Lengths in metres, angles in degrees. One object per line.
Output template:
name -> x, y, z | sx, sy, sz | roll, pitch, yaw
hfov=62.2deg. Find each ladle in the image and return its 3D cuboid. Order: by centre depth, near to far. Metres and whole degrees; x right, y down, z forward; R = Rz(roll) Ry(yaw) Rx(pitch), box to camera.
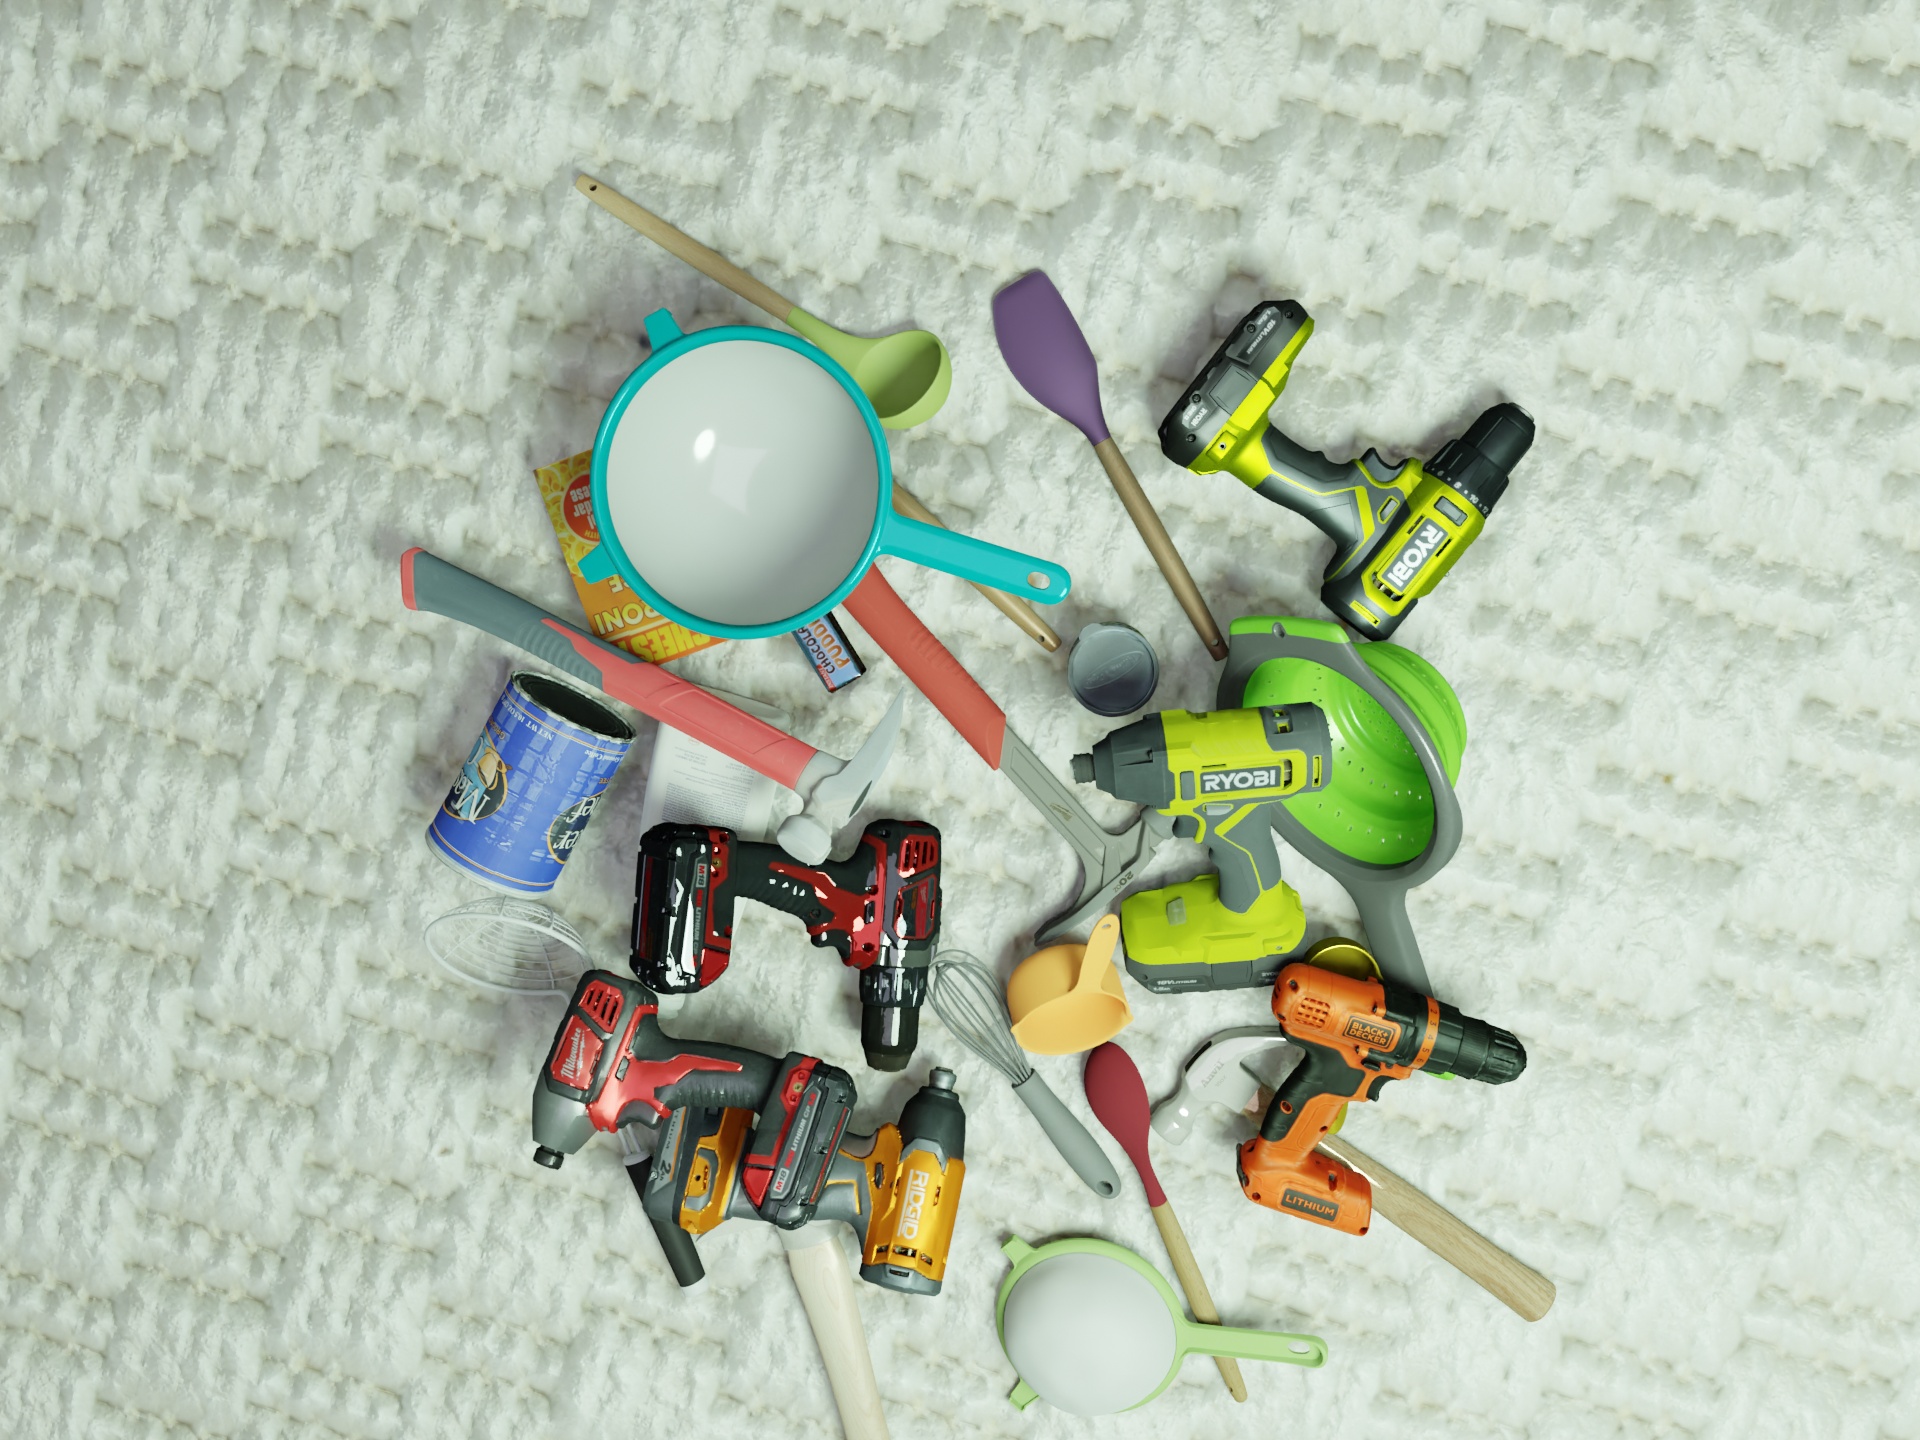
ladle -> -0.146, -0.314, 1.156 | 0.320, 0.062, 0.078 | 33, 84, 2
ladle -> 0.162, 0.393, 1.229 | 0.031, 0.069, 0.315 | -29, 102, -31

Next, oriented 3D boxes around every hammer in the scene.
hammer -> -0.231, -0.042, 1.145 | 0.386, 0.038, 0.143 | 27, 62, 11
hammer -> -0.002, -0.004, 1.191 | 0.149, 0.037, 0.359 | -42, 94, 7
hammer -> 0.315, 0.351, 1.218 | 0.331, 0.031, 0.130 | 35, 98, -1
hammer -> -0.084, 0.566, 1.268 | 0.146, 0.038, 0.410 | -16, 96, 7

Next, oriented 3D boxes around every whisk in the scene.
whisk -> 0.052, 0.274, 1.221 | 0.055, 0.055, 0.239 | -36, 98, 7

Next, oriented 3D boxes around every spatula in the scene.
spatula -> 0.115, -0.182, 1.172 | 0.060, 0.018, 0.316 | -30, 93, 8
spatula -> -0.049, -0.155, 1.173 | 0.317, 0.044, 0.082 | 42, 128, -4

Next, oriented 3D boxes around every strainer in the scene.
strainer -> -0.083, -0.145, 1.109 | 0.340, 0.095, 0.211 | 18, 99, 5
strainer -> 0.146, 0.480, 1.204 | 0.256, 0.069, 0.151 | 0, 102, 14

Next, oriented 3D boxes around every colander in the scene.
colander -> 0.316, 0.082, 1.153 | 0.094, 0.205, 0.396 | -34, 113, -27

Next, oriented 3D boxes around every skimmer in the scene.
skimmer -> -0.291, 0.296, 1.221 | 0.127, 0.090, 0.363 | -18, 98, 30

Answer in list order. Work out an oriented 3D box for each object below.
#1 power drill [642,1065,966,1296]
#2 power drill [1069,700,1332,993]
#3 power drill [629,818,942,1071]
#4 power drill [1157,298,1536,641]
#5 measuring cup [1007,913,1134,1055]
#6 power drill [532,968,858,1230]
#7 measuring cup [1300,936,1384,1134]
power drill -> -0.108, 0.326, 1.199 | 0.226, 0.084, 0.164 | 11, 73, 8
power drill -> 0.168, 0.088, 1.118 | 0.171, 0.080, 0.223 | -6, 129, 4
power drill -> -0.119, 0.162, 1.155 | 0.226, 0.080, 0.188 | 5, 88, -28
power drill -> 0.276, -0.194, 1.133 | 0.228, 0.080, 0.190 | 38, 98, -4
measuring cup -> 0.085, 0.177, 1.160 | 0.095, 0.052, 0.173 | -2, 136, -14
power drill -> -0.196, 0.278, 1.136 | 0.220, 0.078, 0.143 | 19, 74, 8
measuring cup -> 0.277, 0.233, 1.181 | 0.062, 0.029, 0.156 | -1, 108, 1
